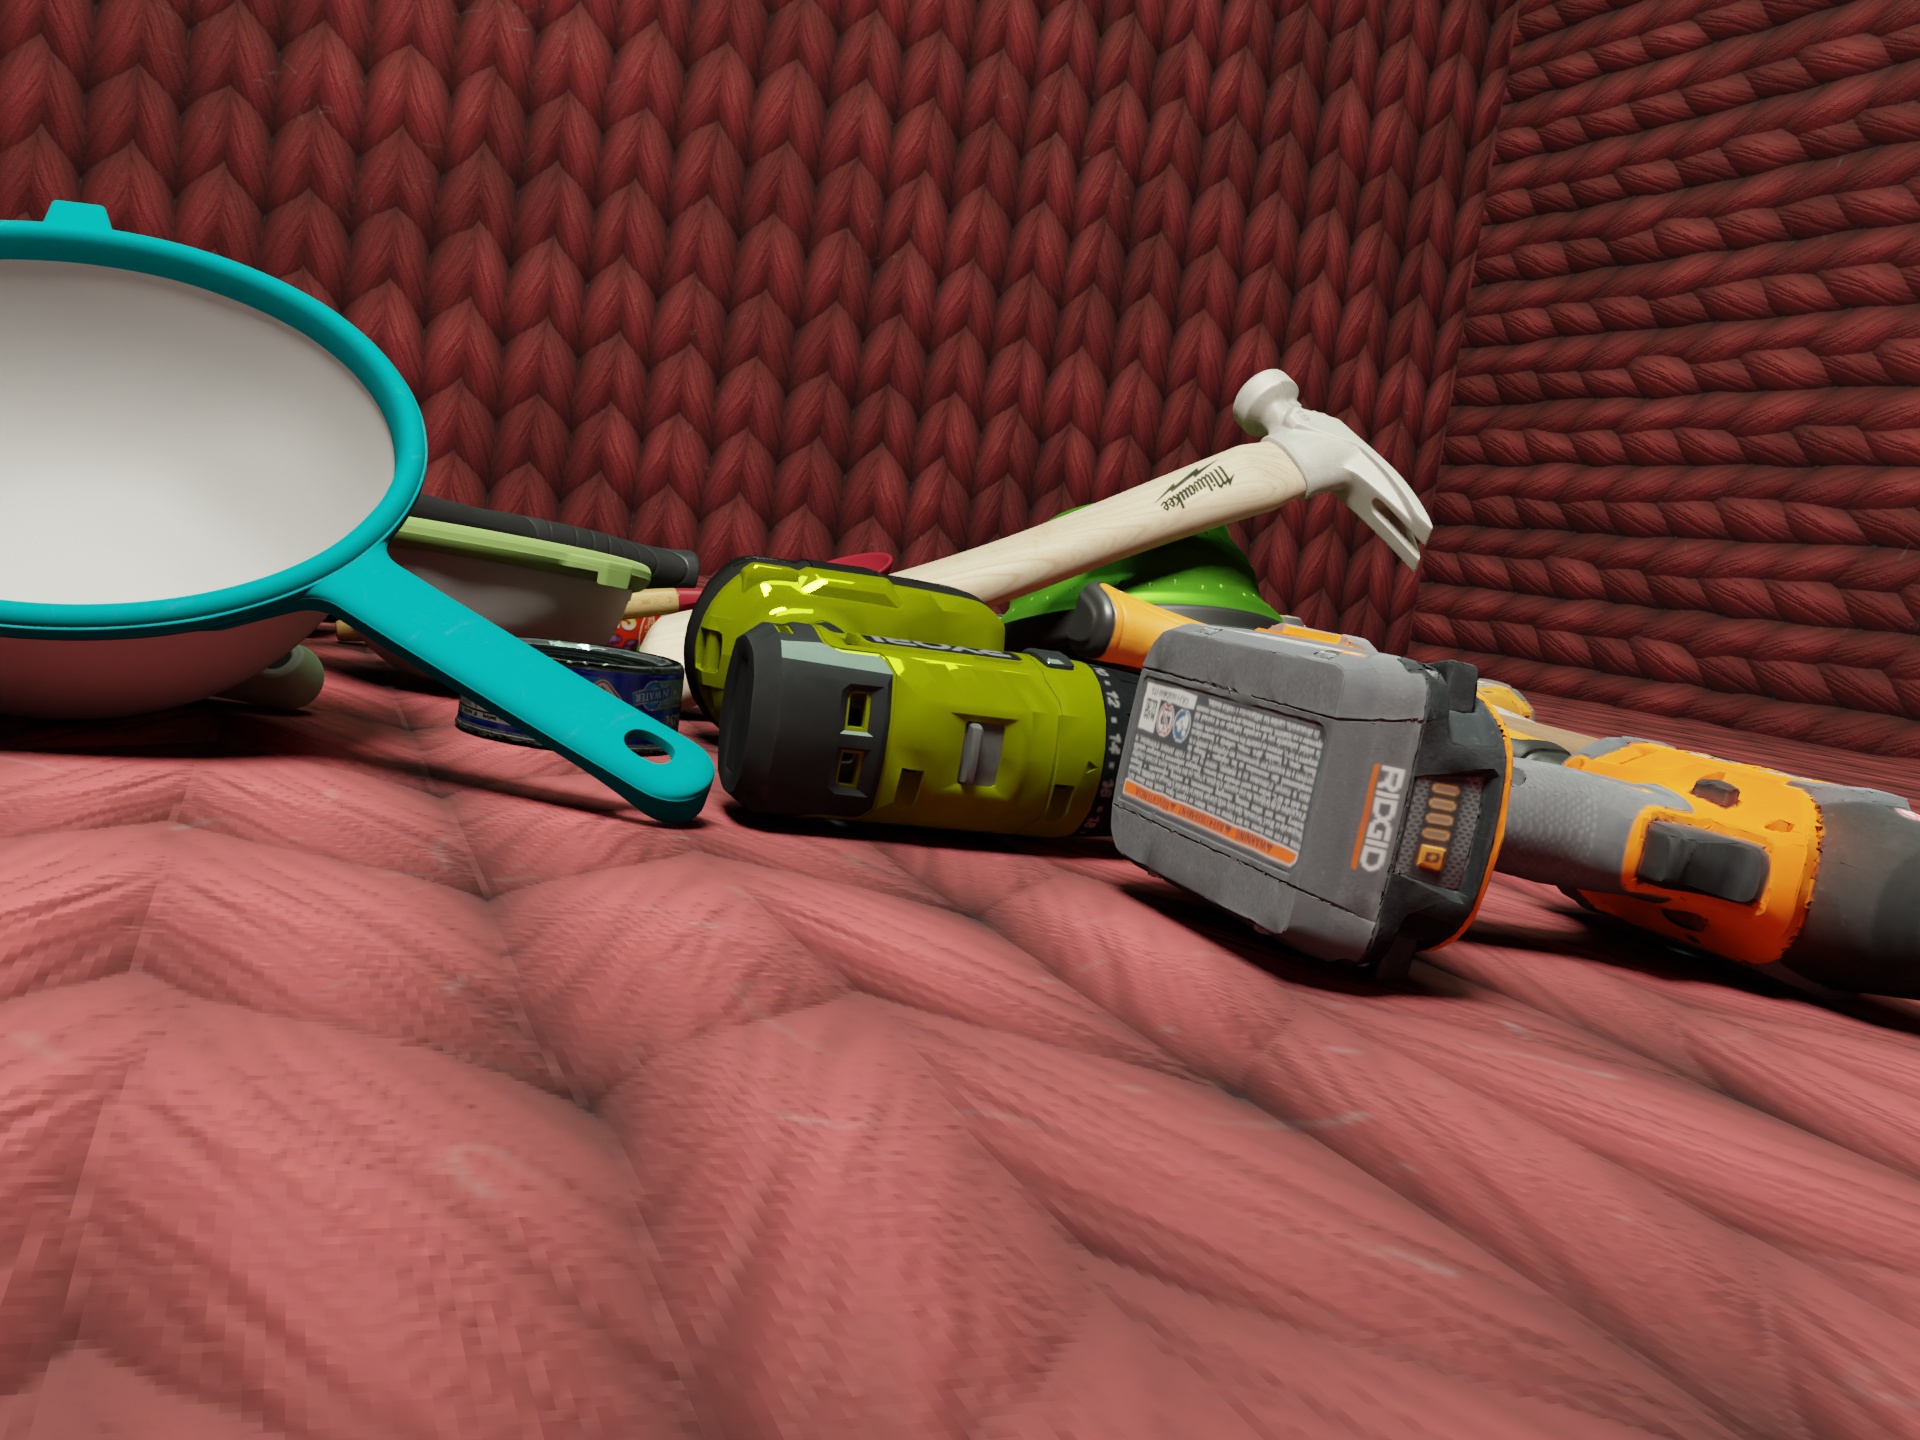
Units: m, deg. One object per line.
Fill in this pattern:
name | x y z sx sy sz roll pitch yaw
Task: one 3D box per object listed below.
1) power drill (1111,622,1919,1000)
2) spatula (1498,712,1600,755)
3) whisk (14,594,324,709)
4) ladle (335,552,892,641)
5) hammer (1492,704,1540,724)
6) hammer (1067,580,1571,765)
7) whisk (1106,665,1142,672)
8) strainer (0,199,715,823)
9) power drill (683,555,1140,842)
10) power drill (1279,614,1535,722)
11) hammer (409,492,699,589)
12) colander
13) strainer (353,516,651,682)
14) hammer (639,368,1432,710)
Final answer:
power drill | 0.177 0.033 0.454 0.226 0.084 0.164 10 5 -22
spatula | 0.246 0.006 0.720 0.316 0.018 0.060 15 20 -3
whisk | -0.353 -0.039 0.564 0.246 0.059 0.058 12 43 -10
ladle | -0.187 -0.067 0.904 0.315 0.031 0.069 -8 16 -23
hammer | 0.233 0.025 0.734 0.130 0.031 0.331 24 16 24
hammer | 0.205 0.007 0.637 0.337 0.034 0.127 20 16 14
whisk | 0.167 0.012 0.854 0.245 0.047 0.051 12 17 -4
strainer | -0.235 -0.037 0.515 0.340 0.095 0.211 30 39 5
power drill | -0.007 -0.007 0.604 0.190 0.080 0.229 6 9 -20
power drill | 0.254 -0.017 1.087 0.226 0.084 0.185 18 12 38
hammer | -0.262 -0.104 0.864 0.146 0.035 0.334 3 -3 30
colander | 0.018 -0.068 0.906 0.397 0.094 0.204 0 -11 -5
strainer | -0.270 -0.056 0.704 0.256 0.069 0.151 7 1 -12
hammer | 0.041 -0.076 0.798 0.410 0.038 0.146 -21 53 -21
